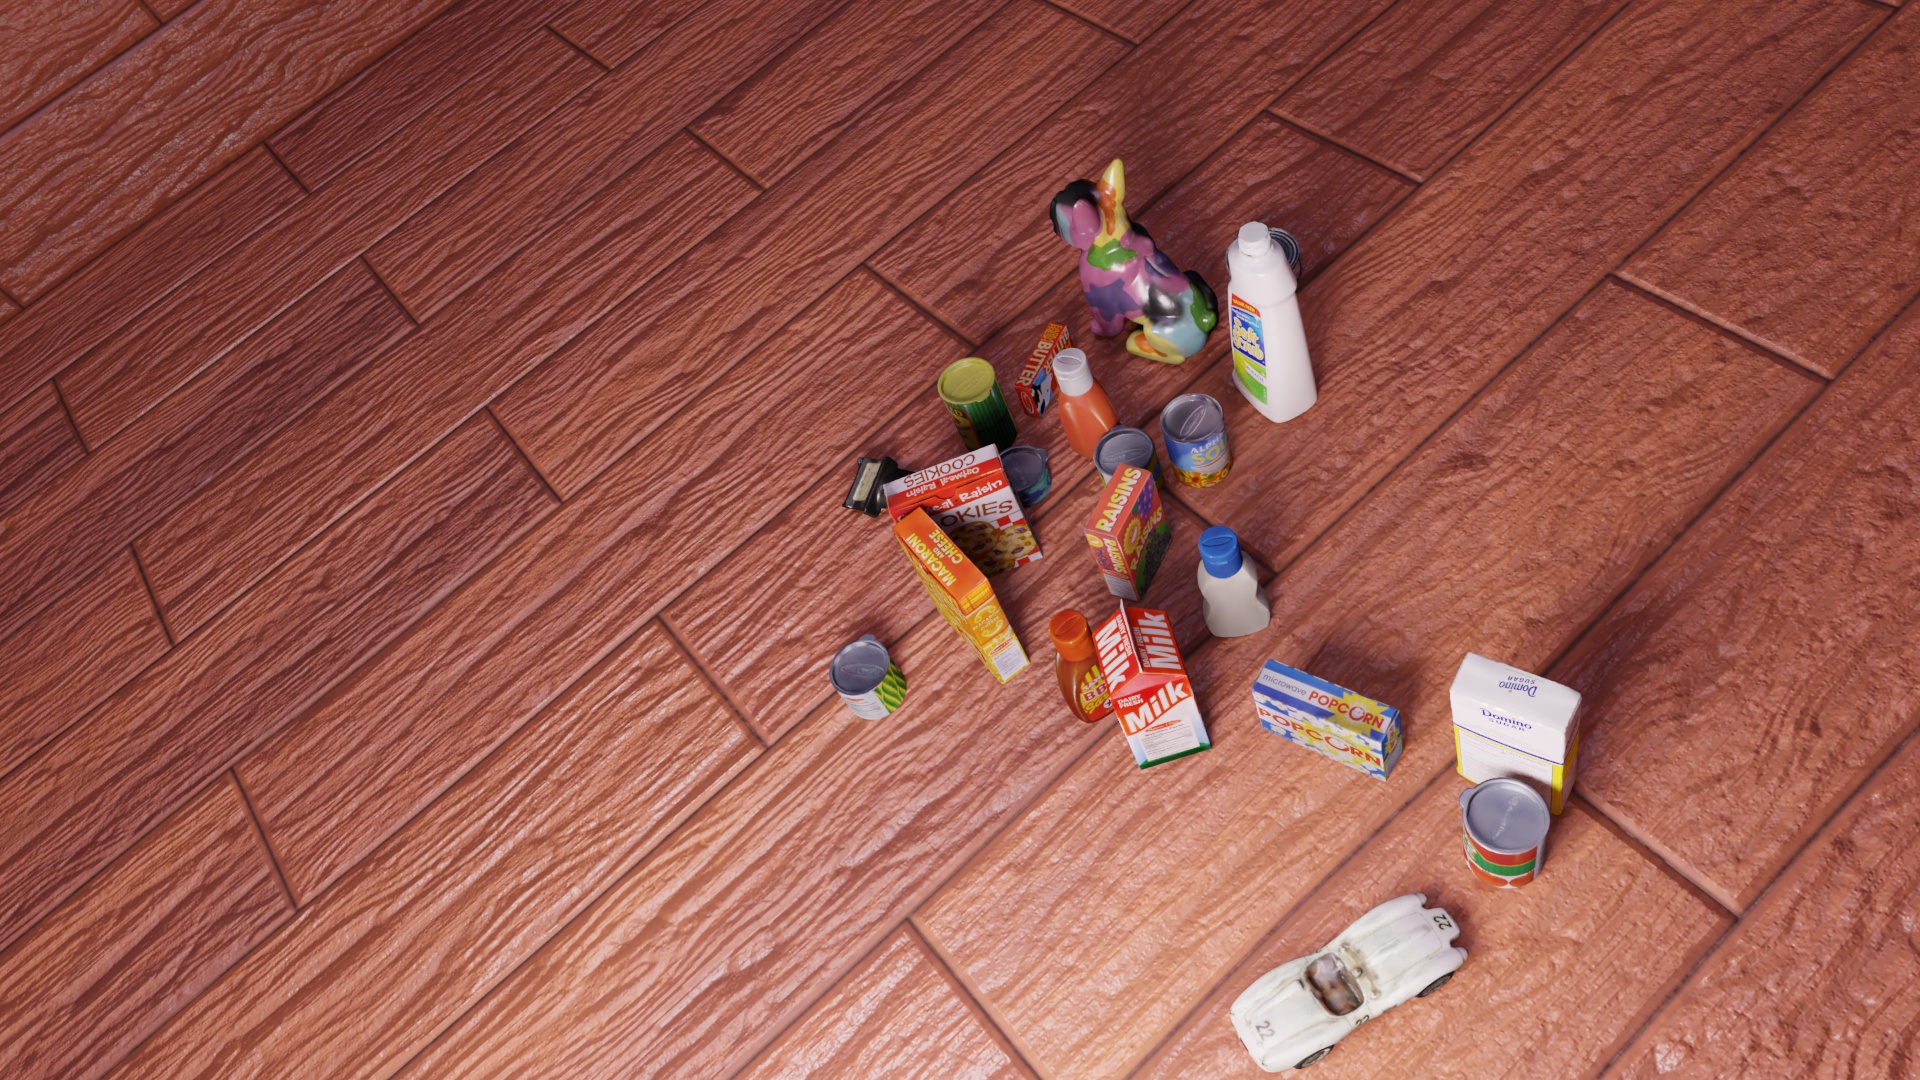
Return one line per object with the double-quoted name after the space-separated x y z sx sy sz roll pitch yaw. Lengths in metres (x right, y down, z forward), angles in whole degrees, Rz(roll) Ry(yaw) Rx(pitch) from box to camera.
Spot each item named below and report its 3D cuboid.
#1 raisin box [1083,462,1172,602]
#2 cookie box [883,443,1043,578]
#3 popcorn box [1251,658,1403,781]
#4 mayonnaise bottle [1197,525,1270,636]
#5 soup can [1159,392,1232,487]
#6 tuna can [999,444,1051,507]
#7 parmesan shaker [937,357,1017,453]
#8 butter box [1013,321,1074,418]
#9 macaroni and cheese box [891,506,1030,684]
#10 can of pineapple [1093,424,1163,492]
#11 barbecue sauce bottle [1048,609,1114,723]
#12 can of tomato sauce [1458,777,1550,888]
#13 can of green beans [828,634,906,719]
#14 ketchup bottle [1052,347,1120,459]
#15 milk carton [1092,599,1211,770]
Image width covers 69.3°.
0.171 -0.007 1.408 0.040 0.123 0.086 17 64 29 "raisin box"
0.005 -0.018 1.448 0.123 0.166 0.040 -21 52 5 "cookie box"
0.332 0.162 1.256 0.127 0.085 0.038 22 66 31 "popcorn box"
0.257 0.040 1.329 0.065 0.147 0.041 -12 54 12 "mayonnaise bottle"
0.253 -0.104 1.472 0.071 0.083 0.072 -10 54 14 "soup can"
0.069 -0.072 1.549 0.071 0.032 0.071 -10 54 13 "tuna can"
0.022 -0.148 1.574 0.071 0.102 0.071 -10 54 14 "parmesan shaker"
0.099 -0.199 1.614 0.024 0.053 0.104 15 63 28 "butter box"
0.001 0.057 1.397 0.040 0.165 0.124 -38 52 -8 "macaroni and cheese box"
0.182 -0.081 1.498 0.071 0.057 0.071 -10 54 14 "can of pineapple"
0.118 0.117 1.324 0.065 0.148 0.044 -39 53 -9 "barbecue sauce bottle"
0.451 0.244 1.157 0.071 0.082 0.071 -10 54 14 "can of tomato sauce"
-0.095 0.144 1.440 0.071 0.057 0.071 -10 54 14 "can of green beans"
0.134 -0.147 1.504 0.065 0.148 0.044 16 63 28 "ketchup bottle"
0.172 0.130 1.269 0.073 0.189 0.073 -18 52 7 "milk carton"
